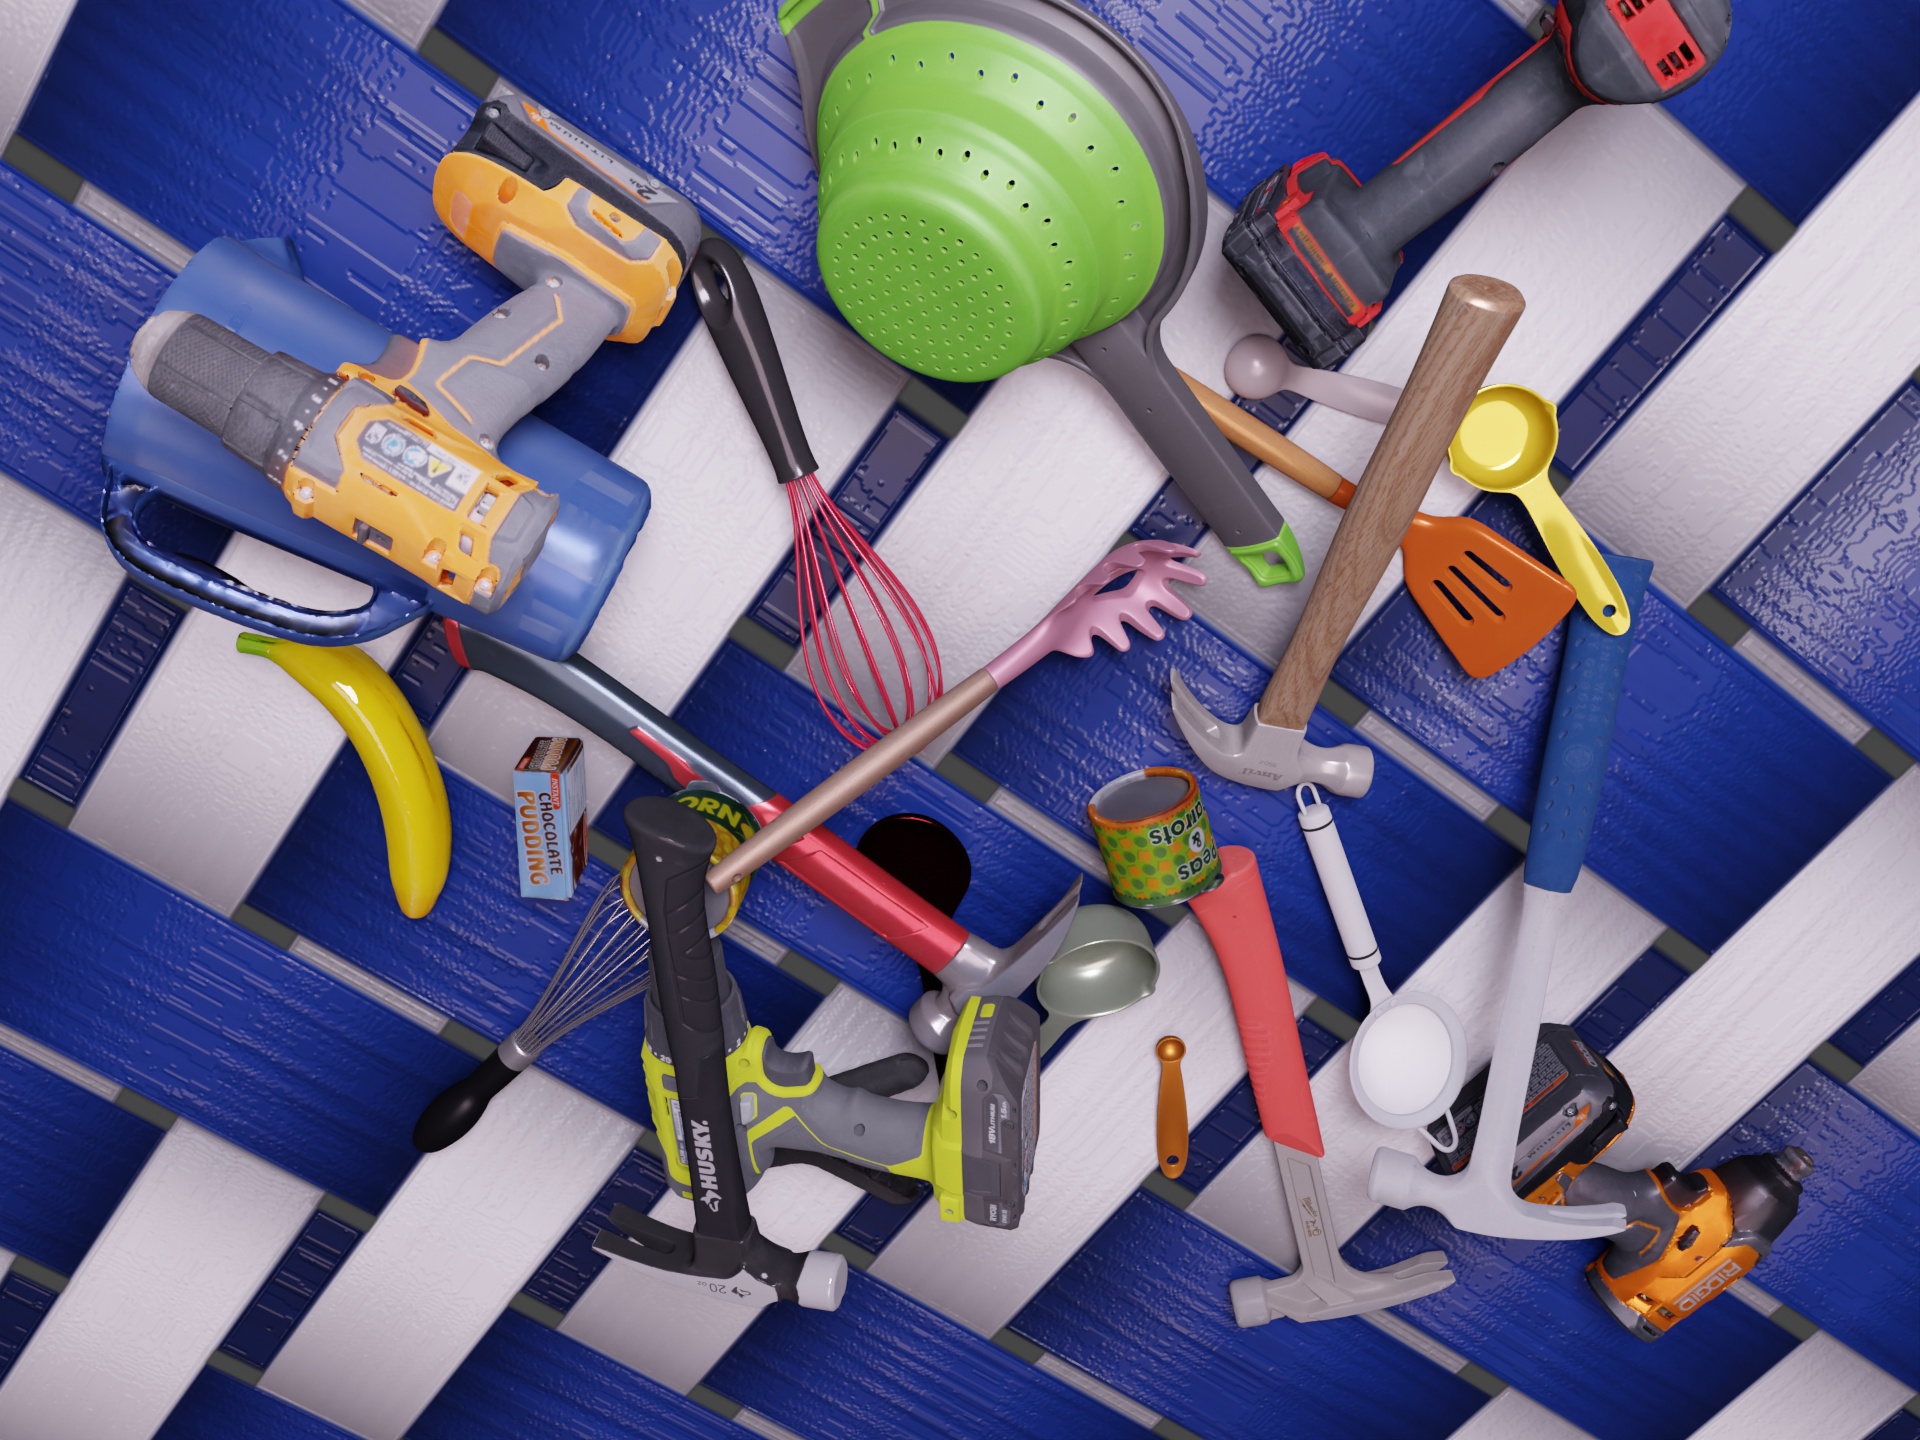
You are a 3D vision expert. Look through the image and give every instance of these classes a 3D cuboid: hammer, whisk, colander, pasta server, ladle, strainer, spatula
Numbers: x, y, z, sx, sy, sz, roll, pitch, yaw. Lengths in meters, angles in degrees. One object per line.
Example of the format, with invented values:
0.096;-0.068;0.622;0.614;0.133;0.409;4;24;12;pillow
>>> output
-0.115;0.037;0.899;0.386;0.038;0.143;37;117;-9;hammer
-0.079;-0.113;0.851;0.073;0.073;0.295;-19;106;7;whisk
0.050;-0.173;0.766;0.204;0.094;0.396;-6;138;46;colander
0.341;0.107;0.912;0.144;0.035;0.405;11;101;19;hammer
-0.146;0.188;0.860;0.146;0.035;0.334;5;120;13;hammer
-0.001;-0.003;0.850;0.316;0.040;0.060;-36;139;-12;pasta server
-0.250;0.184;0.975;0.070;0.070;0.284;40;111;-16;whisk
-0.010;0.190;0.996;0.069;0.031;0.315;-4;115;11;ladle
0.199;-0.079;0.816;0.130;0.031;0.331;9;136;-6;hammer
0.216;0.239;1.015;0.149;0.037;0.358;-14;113;5;hammer
0.250;0.150;0.977;0.087;0.050;0.258;-27;107;-17;strainer
0.181;-0.133;0.854;0.322;0.041;0.081;30;134;-11;spatula

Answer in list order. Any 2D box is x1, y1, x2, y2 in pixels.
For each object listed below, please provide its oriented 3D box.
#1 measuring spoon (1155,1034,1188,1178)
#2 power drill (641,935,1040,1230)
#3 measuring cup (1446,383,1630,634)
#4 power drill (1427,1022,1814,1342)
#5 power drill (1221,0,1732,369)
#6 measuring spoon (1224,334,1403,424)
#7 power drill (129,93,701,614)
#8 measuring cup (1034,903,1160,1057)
0.137;0.251;1.035;0.021;0.011;0.116;-5;117;0;measuring spoon
-0.073;0.203;0.912;0.228;0.080;0.190;5;121;11;power drill
0.315;-0.113;0.860;0.062;0.029;0.156;-33;101;13;measuring cup
0.431;0.291;1.020;0.226;0.084;0.164;37;107;-20;power drill
0.242;-0.279;0.742;0.226;0.188;0.080;-34;106;32;power drill
0.201;-0.175;0.849;0.124;0.018;0.034;14;112;-8;measuring spoon
-0.242;-0.183;0.733;0.185;0.226;0.084;30;153;-13;power drill
0.057;0.173;0.987;0.083;0.038;0.167;17;130;-27;measuring cup
